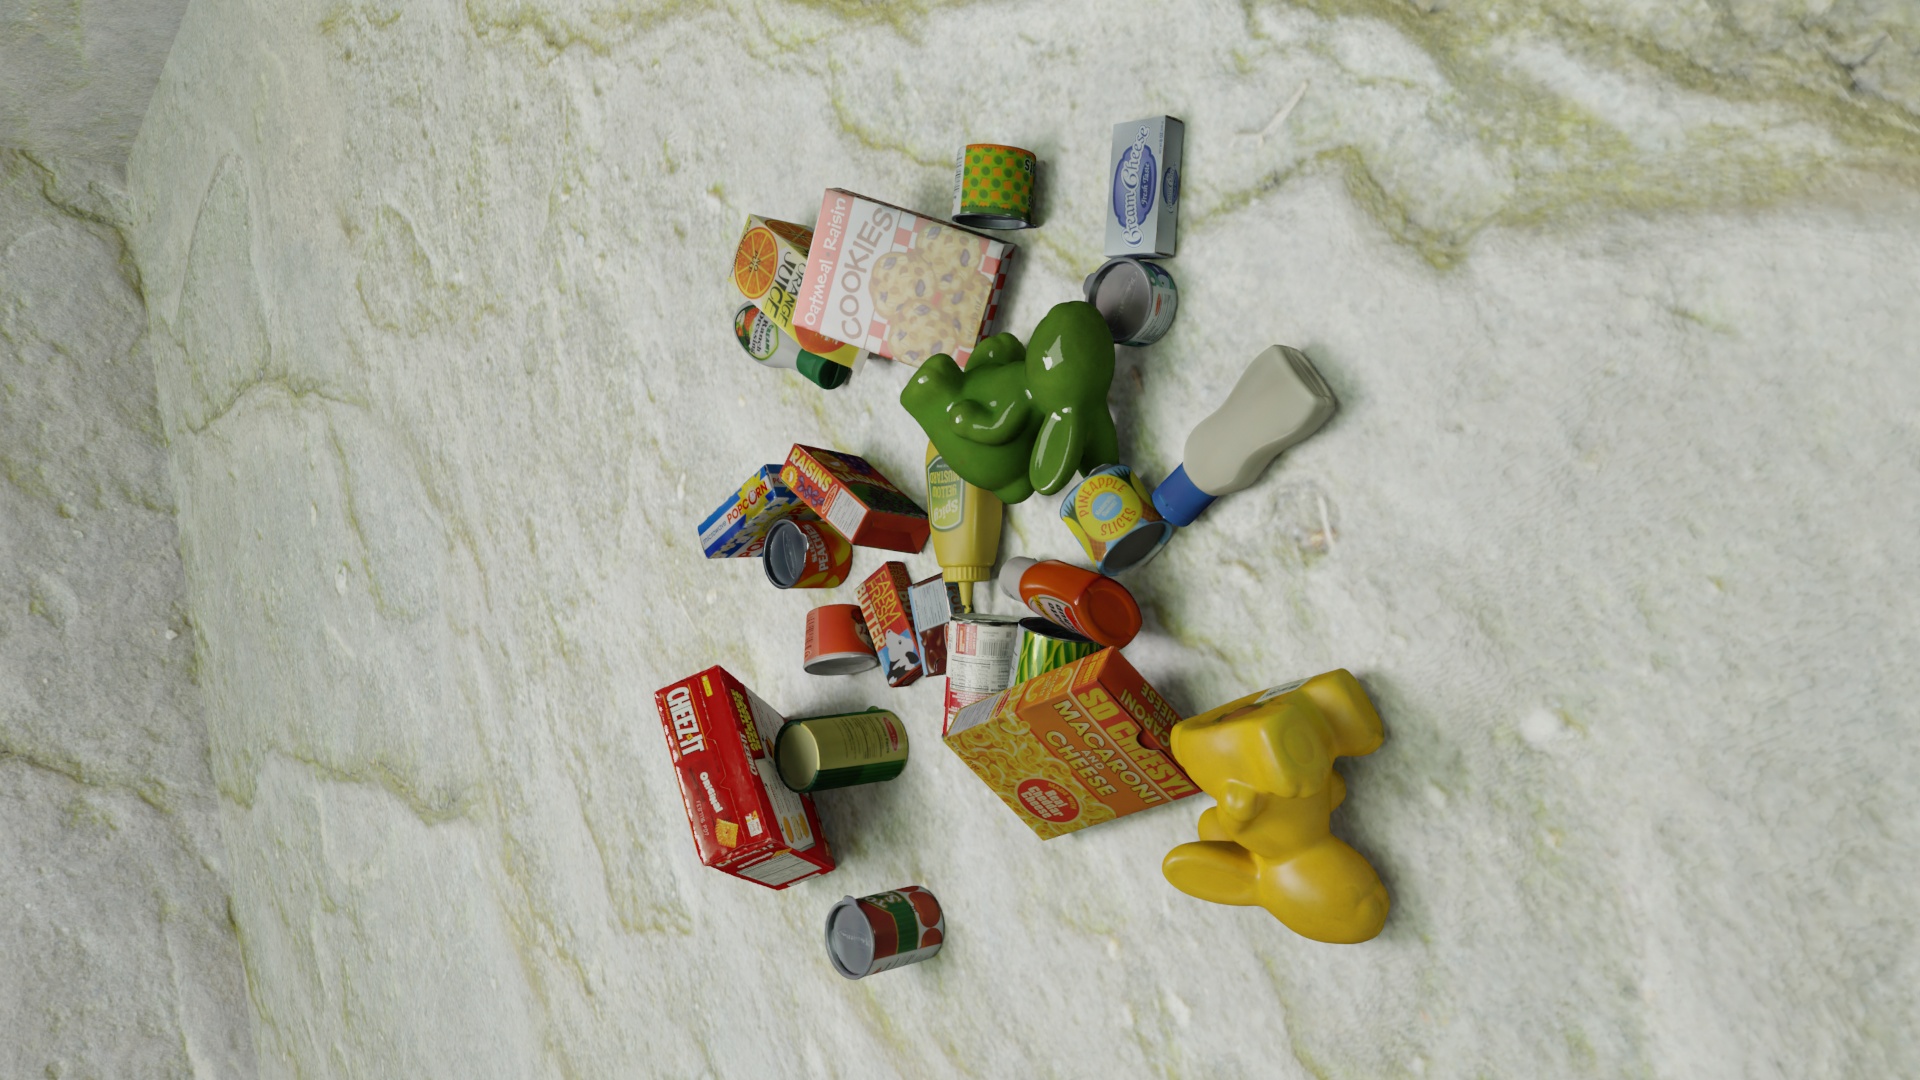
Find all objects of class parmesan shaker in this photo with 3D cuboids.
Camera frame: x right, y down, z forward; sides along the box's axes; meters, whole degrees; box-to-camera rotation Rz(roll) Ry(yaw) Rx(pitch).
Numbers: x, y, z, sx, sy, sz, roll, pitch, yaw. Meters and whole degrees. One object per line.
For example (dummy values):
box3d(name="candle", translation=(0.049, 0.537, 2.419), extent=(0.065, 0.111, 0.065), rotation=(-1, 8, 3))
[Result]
box3d(name="parmesan shaker", translation=(-0.108, 0.186, 1.243), extent=(0.071, 0.103, 0.071), rotation=(-1, 89, 46))

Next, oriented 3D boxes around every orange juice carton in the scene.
box3d(name="orange juice carton", translation=(-0.134, -0.229, 1.300), extent=(0.193, 0.073, 0.071), rotation=(43, 118, 36))

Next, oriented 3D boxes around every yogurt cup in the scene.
box3d(name="yogurt cup", translation=(-0.113, 0.091, 1.279), extent=(0.072, 0.072, 0.054), rotation=(-25, 64, 42))

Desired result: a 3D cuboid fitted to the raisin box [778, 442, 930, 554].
box3d(name="raisin box", translation=(-0.094, -0.037, 1.245), extent=(0.124, 0.086, 0.040), rotation=(40, 111, 38))

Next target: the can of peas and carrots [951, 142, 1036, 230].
box3d(name="can of peas and carrots", translation=(0.030, -0.290, 1.143), extent=(0.071, 0.071, 0.058), rotation=(8, 95, 45))

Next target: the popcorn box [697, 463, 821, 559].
box3d(name="popcorn box", translation=(-0.184, -0.027, 1.337), extent=(0.126, 0.085, 0.038), rotation=(-37, 66, 38))

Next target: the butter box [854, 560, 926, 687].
box3d(name="butter box", translation=(-0.058, 0.075, 1.250), extent=(0.053, 0.024, 0.104), rotation=(-40, 62, 38))

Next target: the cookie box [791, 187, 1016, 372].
box3d(name="cookie box", translation=(-0.050, -0.219, 1.188), extent=(0.167, 0.040, 0.122), rotation=(21, 106, 14))

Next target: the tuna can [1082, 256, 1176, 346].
box3d(name="tuna can", translation=(0.128, -0.183, 1.061), extent=(0.071, 0.033, 0.071), rotation=(-1, 89, 45))

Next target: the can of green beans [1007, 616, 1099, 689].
box3d(name="can of green beans", translation=(0.073, 0.096, 1.088), extent=(0.071, 0.071, 0.057), rotation=(19, 104, 44))

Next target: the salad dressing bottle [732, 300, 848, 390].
box3d(name="salad dressing bottle", translation=(-0.165, -0.190, 1.351), extent=(0.148, 0.044, 0.064), rotation=(34, 115, 40))

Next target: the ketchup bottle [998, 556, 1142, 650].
box3d(name="ketchup bottle", translation=(0.079, 0.041, 1.073), extent=(0.043, 0.064, 0.149), rotation=(-48, 25, -10))

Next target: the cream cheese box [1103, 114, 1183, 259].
box3d(name="cream cheese box", translation=(0.139, -0.267, 1.059), extent=(0.053, 0.024, 0.103), rotation=(6, 93, 47))

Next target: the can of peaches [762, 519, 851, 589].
box3d(name="can of peaches", translation=(-0.144, 0.013, 1.315), extent=(0.071, 0.058, 0.071), rotation=(-2, 87, 45))

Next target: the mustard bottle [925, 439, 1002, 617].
box3d(name="mustard bottle", translation=(0.004, -0.015, 1.172), extent=(0.065, 0.049, 0.160), rotation=(-6, 85, 47))

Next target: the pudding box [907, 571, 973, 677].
box3d(name="pudding box", translation=(-0.014, 0.073, 1.202), extent=(0.049, 0.030, 0.084), rotation=(-23, 73, 42))

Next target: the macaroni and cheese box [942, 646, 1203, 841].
box3d(name="macaroni and cheese box", translation=(0.087, 0.157, 1.042), extent=(0.123, 0.040, 0.166), rotation=(47, 134, -16))

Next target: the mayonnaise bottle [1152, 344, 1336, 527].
box3d(name="mayonnaise bottle", translation=(0.196, -0.069, 0.987), extent=(0.147, 0.041, 0.065), rotation=(-48, 56, 35))

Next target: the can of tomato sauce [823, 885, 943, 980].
box3d(name="can of tomato sauce", translation=(-0.066, 0.339, 1.211), extent=(0.071, 0.083, 0.071), rotation=(-1, 88, 45))

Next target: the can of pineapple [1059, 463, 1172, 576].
box3d(name="can of pineapple", translation=(0.117, -0.015, 1.044), extent=(0.070, 0.071, 0.058), rotation=(-52, 56, 31))
